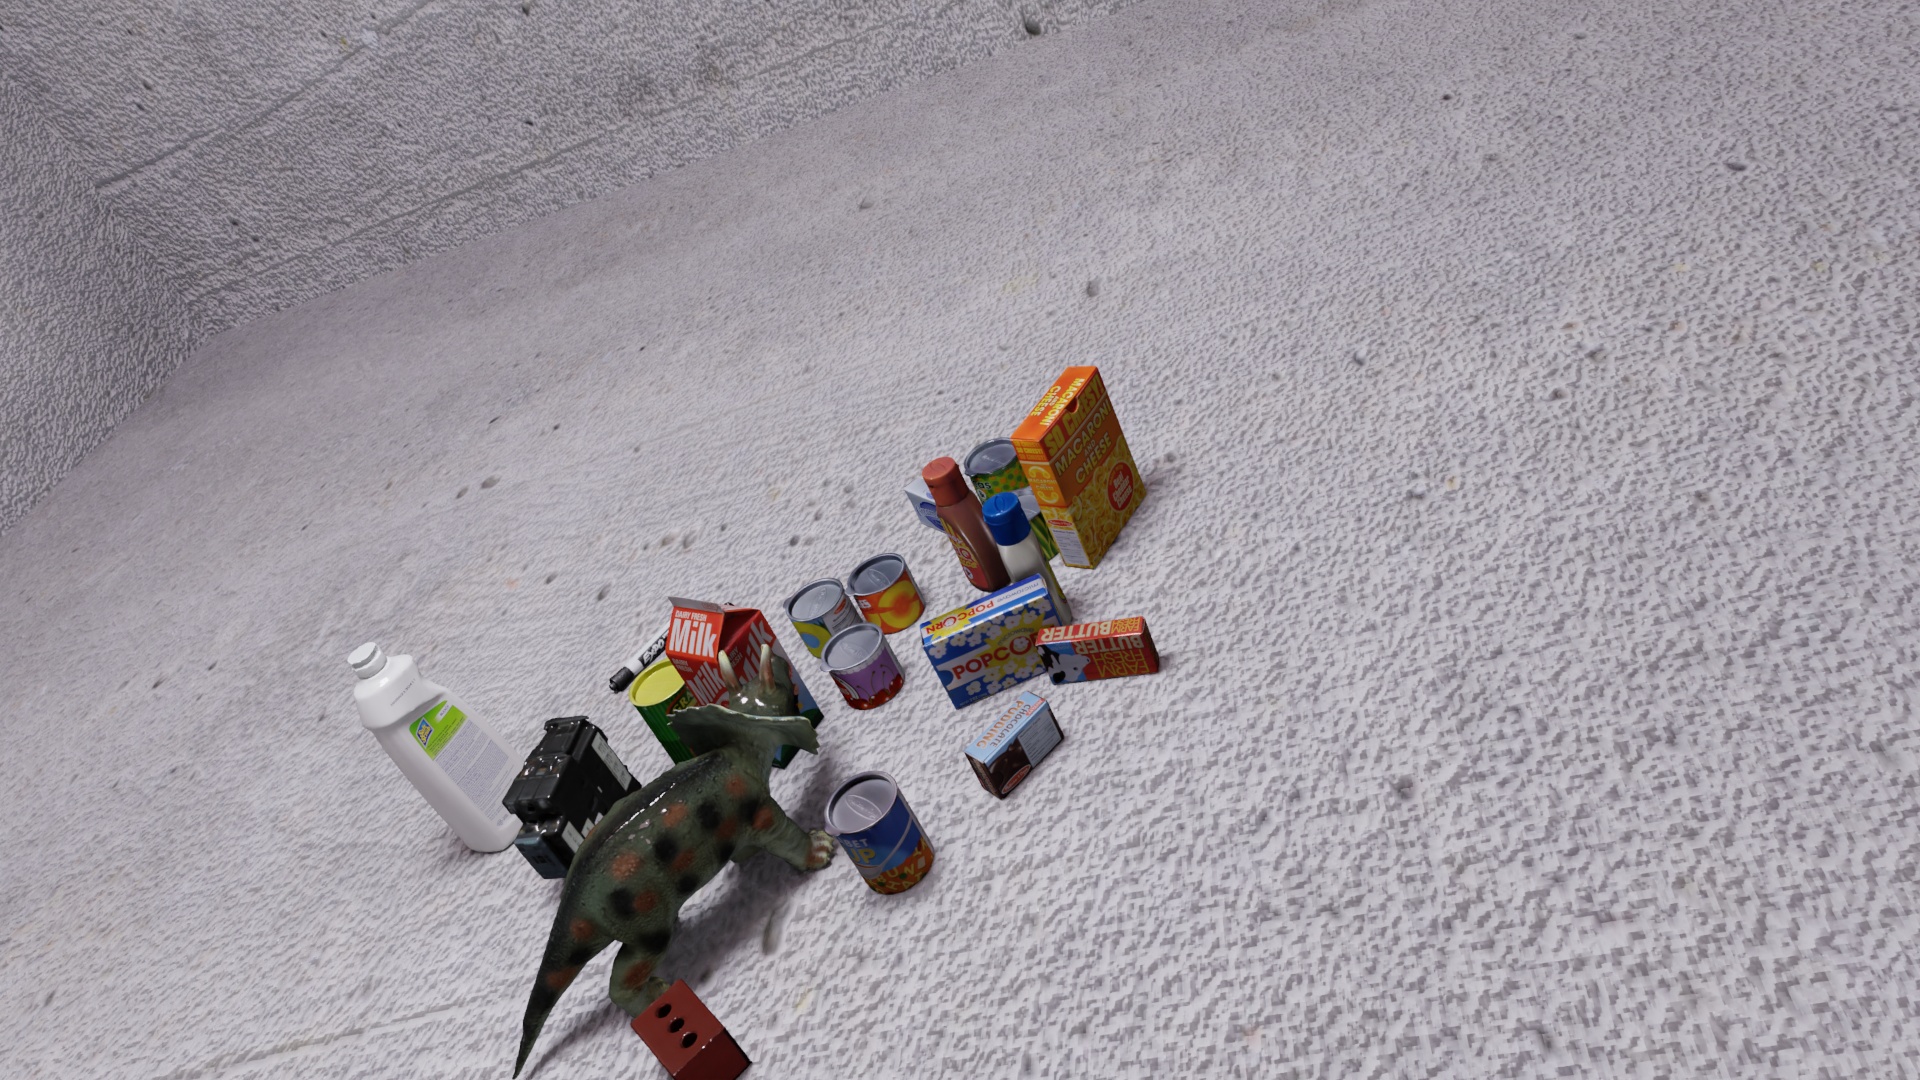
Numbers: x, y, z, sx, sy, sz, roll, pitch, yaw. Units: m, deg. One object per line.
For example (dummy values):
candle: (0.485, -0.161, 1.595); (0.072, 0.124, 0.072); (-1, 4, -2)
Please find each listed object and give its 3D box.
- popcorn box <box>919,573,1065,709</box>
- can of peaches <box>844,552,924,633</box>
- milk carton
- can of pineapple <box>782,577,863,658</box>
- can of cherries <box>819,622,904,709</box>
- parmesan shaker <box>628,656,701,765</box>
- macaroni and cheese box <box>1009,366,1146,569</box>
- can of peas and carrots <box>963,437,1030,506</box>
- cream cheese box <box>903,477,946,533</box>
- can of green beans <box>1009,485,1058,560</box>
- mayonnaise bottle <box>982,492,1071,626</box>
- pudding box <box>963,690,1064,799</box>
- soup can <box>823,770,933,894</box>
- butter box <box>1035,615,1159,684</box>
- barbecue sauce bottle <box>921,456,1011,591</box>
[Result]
popcorn box: (0.035, 0.095, 1.301); (0.127, 0.085, 0.038); (-23, 33, 3)
can of peaches: (-0.079, 0.057, 1.453); (0.071, 0.057, 0.071); (-17, 34, 12)
milk carton: (-0.213, 0.125, 1.326); (0.072, 0.189, 0.074); (4, 43, 37)
can of pineapple: (-0.143, 0.081, 1.461); (0.071, 0.057, 0.071); (-17, 34, 12)
can of cherries: (-0.098, 0.125, 1.370); (0.071, 0.058, 0.072); (-17, 34, 12)
parmesan shaker: (-0.273, 0.173, 1.379); (0.071, 0.102, 0.072); (-18, 34, 12)
macaroni and cheese box: (0.123, -0.074, 1.403); (0.040, 0.165, 0.124); (5, 44, 39)
can of peas and carrots: (0.043, -0.071, 1.550); (0.071, 0.058, 0.071); (-17, 34, 12)
cream cheese box: (-0.017, -0.033, 1.541); (0.024, 0.053, 0.104); (-40, 36, -21)
can of green beans: (0.068, -0.013, 1.453); (0.071, 0.057, 0.071); (-17, 34, 12)
mayonnaise bottle: (0.063, 0.021, 1.327); (0.041, 0.147, 0.065); (-22, 33, 6)
pudding box: (0.047, 0.178, 1.210); (0.084, 0.049, 0.030); (-42, 36, -23)
soup can: (-0.069, 0.246, 1.161); (0.071, 0.083, 0.072); (-18, 34, 12)
butter box: (0.125, 0.100, 1.263); (0.103, 0.053, 0.024); (-9, 36, 23)
barbecue sauce bottle: (0.005, -0.018, 1.419); (0.044, 0.148, 0.065); (-36, 34, -16)
